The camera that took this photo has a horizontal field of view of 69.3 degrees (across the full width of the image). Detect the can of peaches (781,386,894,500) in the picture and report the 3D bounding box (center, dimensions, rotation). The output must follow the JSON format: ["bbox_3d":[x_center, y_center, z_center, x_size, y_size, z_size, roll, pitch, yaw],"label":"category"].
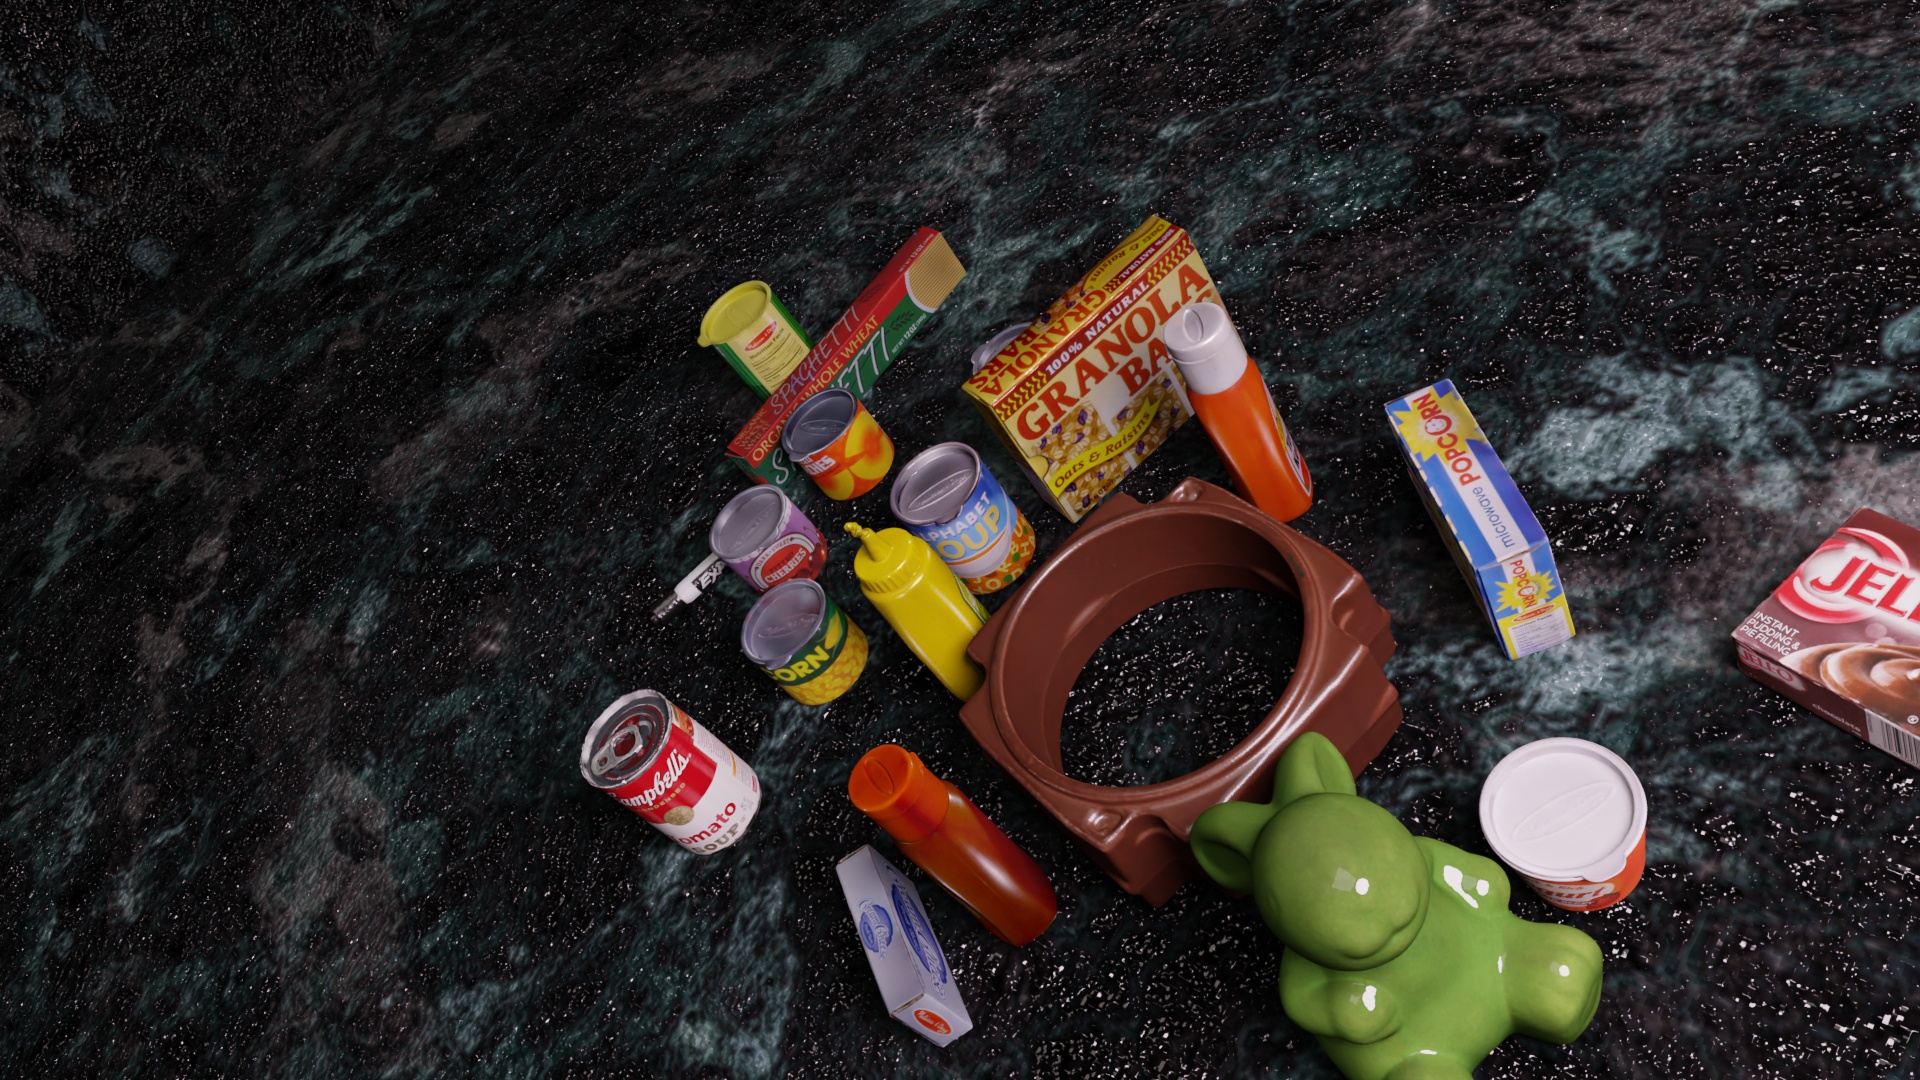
[{"bbox_3d":[-0.092,-0.070,1.043,0.071,0.058,0.071,-19,46,21],"label":"can of peaches"}]

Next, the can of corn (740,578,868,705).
[{"bbox_3d":[-0.104,0.071,0.929,0.071,0.058,0.071,-19,46,21],"label":"can of corn"}]

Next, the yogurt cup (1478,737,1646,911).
[{"bbox_3d":[0.272,0.130,0.621,0.072,0.053,0.073,-19,46,21],"label":"yogurt cup"}]

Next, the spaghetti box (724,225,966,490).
[{"bbox_3d":[-0.089,-0.145,1.111,0.029,0.050,0.251,25,70,45],"label":"spaghetti box"}]

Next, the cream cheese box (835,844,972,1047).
[{"bbox_3d":[-0.032,0.219,0.754,0.024,0.053,0.104,-35,42,4],"label":"cream cheese box"}]

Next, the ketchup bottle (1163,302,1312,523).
[{"bbox_3d":[0.160,-0.074,0.804,0.043,0.148,0.065,-24,44,16],"label":"ketchup bottle"}]

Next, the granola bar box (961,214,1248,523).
[{"bbox_3d":[0.098,-0.108,0.895,0.165,0.124,0.039,-43,42,-4],"label":"granola bar box"}]

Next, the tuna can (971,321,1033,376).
[{"bbox_3d":[0.043,-0.125,1.015,0.071,0.032,0.071,-19,46,21],"label":"tuna can"}]

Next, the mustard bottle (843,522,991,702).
[{"bbox_3d":[-0.021,0.037,0.825,0.049,0.159,0.065,-36,42,3],"label":"mustard bottle"}]

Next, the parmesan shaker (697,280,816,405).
[{"bbox_3d":[-0.154,-0.148,1.120,0.071,0.102,0.072,-19,46,21],"label":"parmesan shaker"}]

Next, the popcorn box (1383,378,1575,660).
[{"bbox_3d":[0.269,-0.012,0.722,0.038,0.085,0.127,-26,44,14],"label":"popcorn box"}]

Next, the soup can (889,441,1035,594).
[{"bbox_3d":[0.003,-0.011,0.907,0.071,0.083,0.072,-19,46,21],"label":"soup can"}]

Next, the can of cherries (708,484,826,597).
[{"bbox_3d":[-0.138,0.004,1.011,0.071,0.058,0.072,-19,46,21],"label":"can of cherries"}]

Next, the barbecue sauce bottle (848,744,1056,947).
[{"bbox_3d":[-0.004,0.156,0.719,0.044,0.148,0.065,-42,42,-3],"label":"barbecue sauce bottle"}]
